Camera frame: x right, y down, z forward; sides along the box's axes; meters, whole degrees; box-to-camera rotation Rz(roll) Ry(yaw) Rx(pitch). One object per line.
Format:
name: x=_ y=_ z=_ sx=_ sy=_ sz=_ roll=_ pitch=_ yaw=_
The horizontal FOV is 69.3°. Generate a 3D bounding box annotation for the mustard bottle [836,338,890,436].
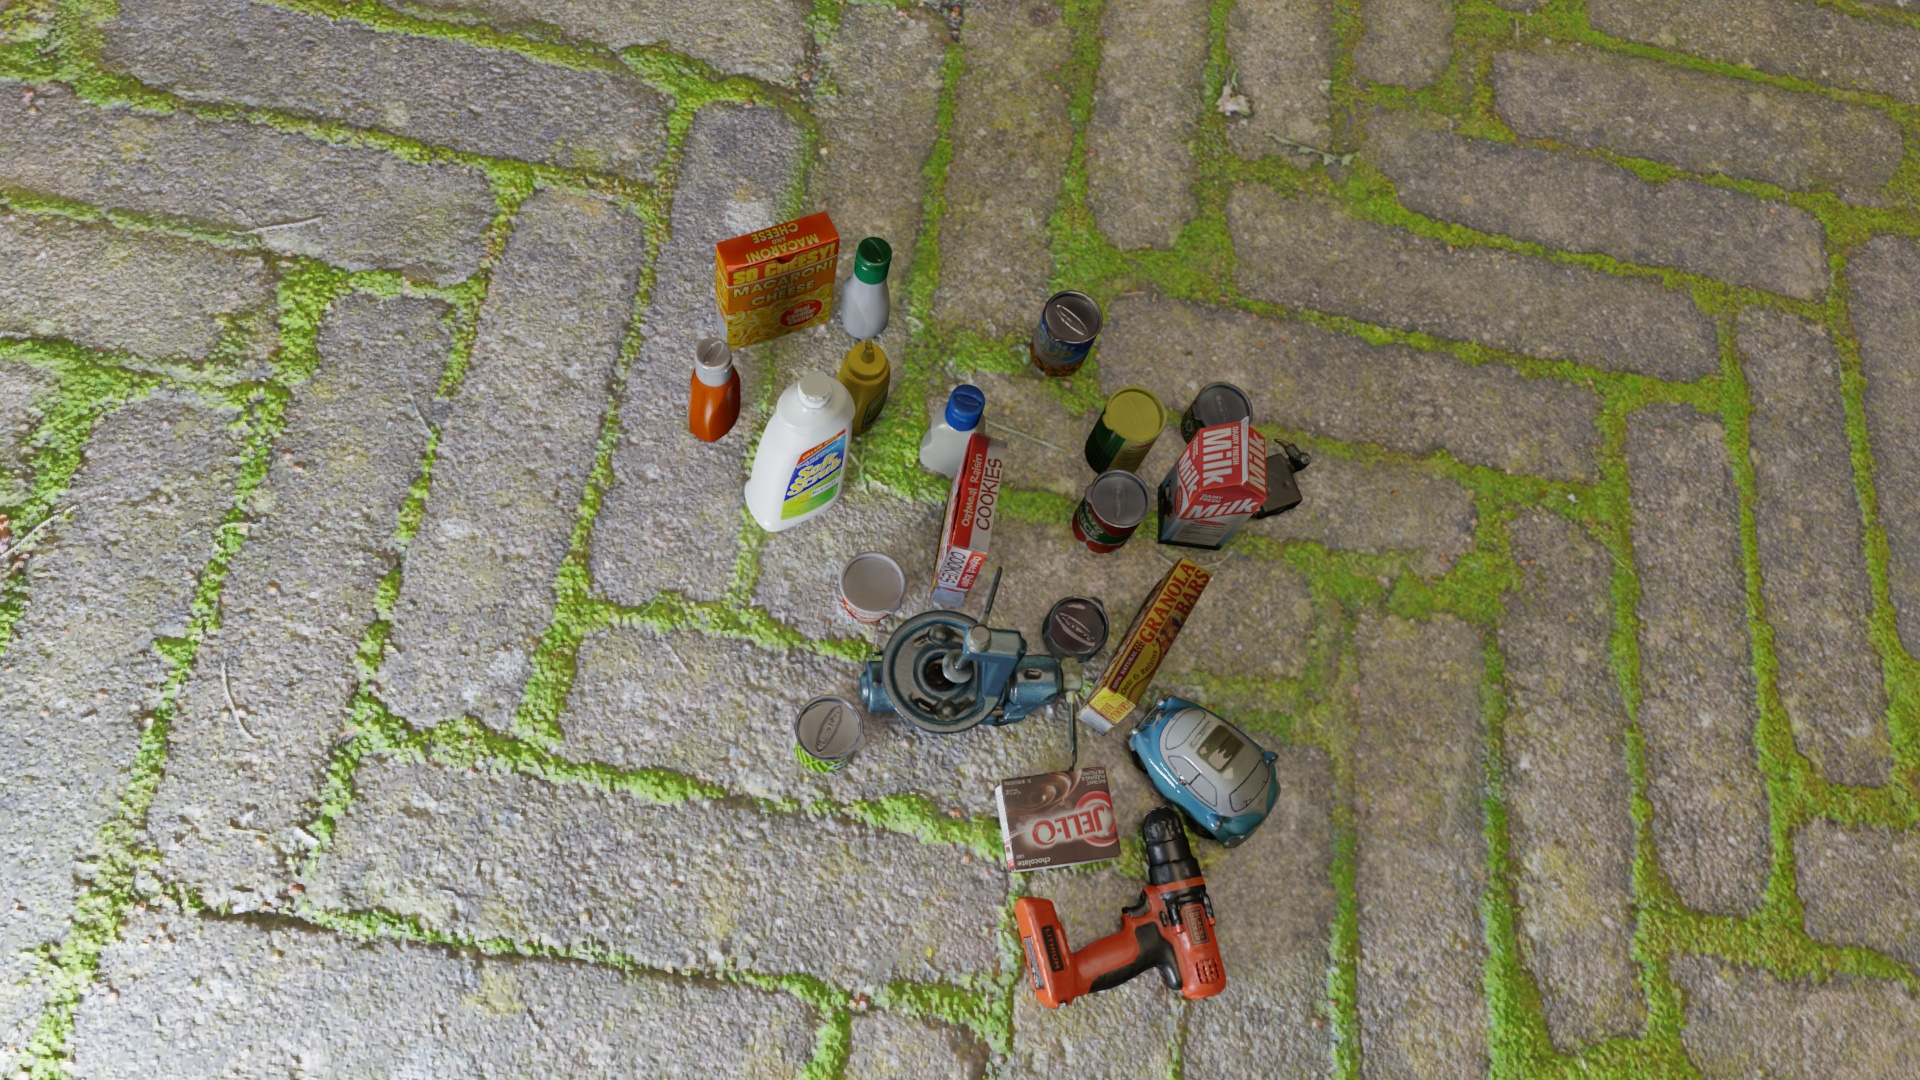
mustard bottle: x=-0.102 y=-0.165 z=1.447 sx=0.049 sy=0.159 sz=0.065 roll=34 pitch=68 yaw=4

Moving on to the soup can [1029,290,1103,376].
soup can: x=0.115 y=-0.228 z=1.550 sx=0.071 sy=0.083 sz=0.071 roll=3 pitch=69 yaw=-8

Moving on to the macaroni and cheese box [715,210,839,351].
macaroni and cheese box: x=-0.195 y=-0.271 z=1.469 sx=0.124 sy=0.165 sz=0.040 roll=-21 pitch=74 yaw=-16

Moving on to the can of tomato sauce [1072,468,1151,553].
can of tomato sauce: x=0.158 y=-0.030 z=1.479 sx=0.071 sy=0.082 sz=0.071 roll=3 pitch=69 yaw=-8

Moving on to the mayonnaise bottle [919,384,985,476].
mayonnaise bottle: x=-0.003 y=-0.115 z=1.450 sx=0.065 sy=0.147 sz=0.041 roll=17 pitch=67 yaw=-3

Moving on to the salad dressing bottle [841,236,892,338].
salad dressing bottle: x=-0.099 y=-0.272 z=1.496 sx=0.044 sy=0.147 sz=0.064 roll=-26 pitch=76 yaw=-18

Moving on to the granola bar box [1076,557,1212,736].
granola bar box: x=0.184 y=0.108 z=1.407 sx=0.039 sy=0.123 sz=0.166 roll=33 pitch=67 yaw=4

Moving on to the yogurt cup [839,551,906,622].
yogurt cup: x=-0.092 y=0.051 z=1.421 sx=0.072 sy=0.053 sz=0.072 roll=3 pitch=68 yaw=-8

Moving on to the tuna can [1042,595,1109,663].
tuna can: x=0.121 y=0.092 z=1.453 sx=0.071 sy=0.032 sz=0.071 roll=3 pitch=68 yaw=-8

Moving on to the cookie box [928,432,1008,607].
cookie box: x=0.005 y=-0.018 z=1.403 sx=0.040 sy=0.166 sz=0.123 roll=12 pitch=68 yaw=-5

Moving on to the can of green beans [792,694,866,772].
can of green beans: x=-0.130 y=0.190 z=1.358 sx=0.071 sy=0.057 sz=0.071 roll=3 pitch=69 yaw=-8

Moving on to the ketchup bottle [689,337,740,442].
ketchup bottle: x=-0.252 y=-0.157 z=1.424 sx=0.043 sy=0.148 sz=0.065 roll=31 pitch=67 yaw=3

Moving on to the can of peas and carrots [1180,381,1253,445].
can of peas and carrots: x=0.284 y=-0.135 z=1.555 sx=0.071 sy=0.058 sz=0.071 roll=3 pitch=69 yaw=-8

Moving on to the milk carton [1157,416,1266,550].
milk carton: x=0.267 y=-0.058 z=1.451 sx=0.073 sy=0.189 sz=0.072 roll=7 pitch=68 yaw=-7

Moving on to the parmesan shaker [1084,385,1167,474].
parmesan shaker: x=0.175 y=-0.115 z=1.505 sx=0.071 sy=0.102 sz=0.071 roll=3 pitch=69 yaw=-8
